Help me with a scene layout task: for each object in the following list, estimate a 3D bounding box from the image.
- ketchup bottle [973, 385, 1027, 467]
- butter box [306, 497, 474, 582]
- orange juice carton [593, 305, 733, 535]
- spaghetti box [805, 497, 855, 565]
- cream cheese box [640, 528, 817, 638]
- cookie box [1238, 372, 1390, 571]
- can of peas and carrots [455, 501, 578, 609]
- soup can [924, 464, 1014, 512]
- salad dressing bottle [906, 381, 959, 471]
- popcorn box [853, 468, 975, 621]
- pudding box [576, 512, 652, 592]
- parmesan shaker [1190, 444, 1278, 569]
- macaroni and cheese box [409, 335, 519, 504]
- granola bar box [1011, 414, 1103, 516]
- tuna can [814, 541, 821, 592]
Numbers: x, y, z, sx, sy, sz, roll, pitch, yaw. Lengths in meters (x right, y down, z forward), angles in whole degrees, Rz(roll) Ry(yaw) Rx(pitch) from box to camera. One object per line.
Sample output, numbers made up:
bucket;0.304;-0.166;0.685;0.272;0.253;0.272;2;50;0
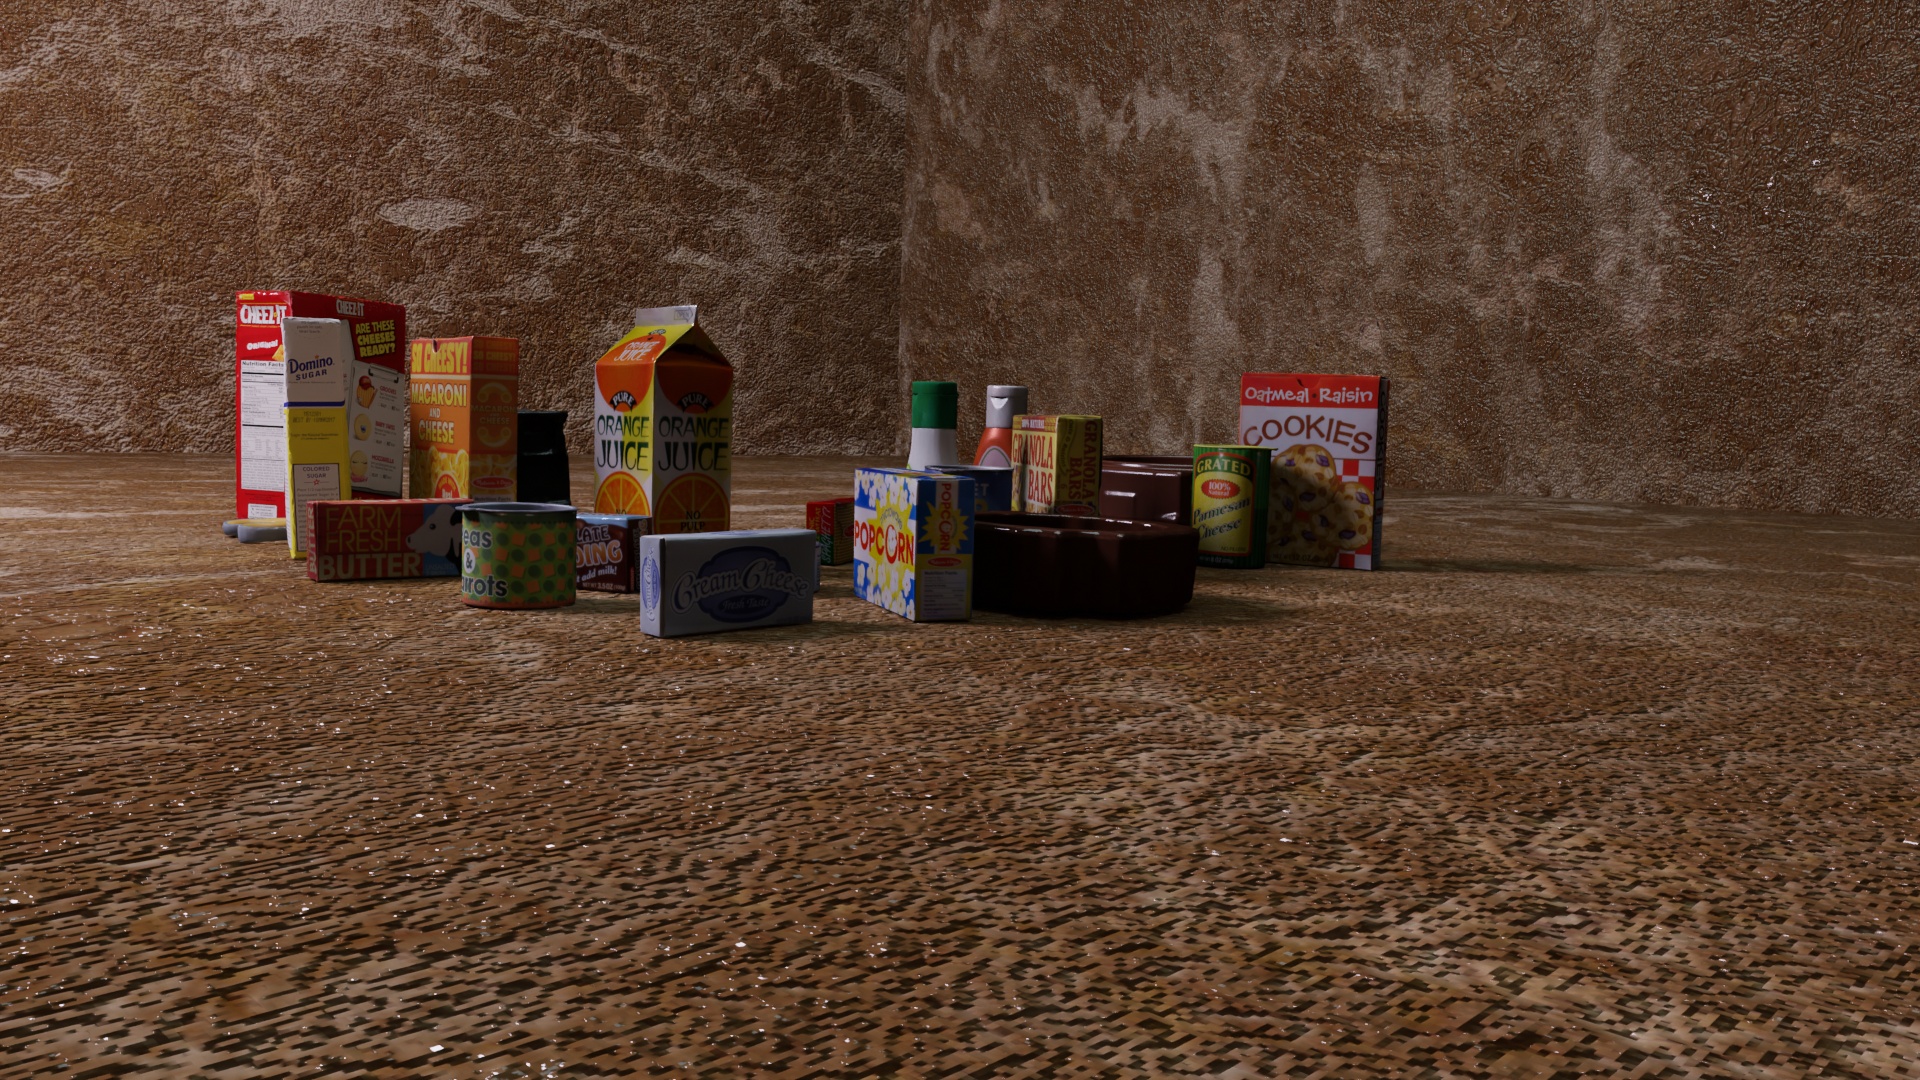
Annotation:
ketchup bottle;0.040;-0.064;1.240;0.065;0.148;0.043;4;5;26
butter box;-0.378;-0.001;0.925;0.104;0.053;0.024;-2;6;-36
orange juice carton;-0.216;-0.074;1.011;0.072;0.192;0.073;6;6;41
spaghetti box;-0.073;-0.014;1.202;0.029;0.050;0.250;3;5;17
cream cheese box;-0.125;0.022;0.758;0.104;0.053;0.024;-3;7;-45
cookie box;0.307;-0.062;1.220;0.123;0.167;0.040;4;5;28
can of peas and carrots;-0.264;0.008;0.826;0.071;0.058;0.071;2;5;0
soup can;0.004;-0.013;1.023;0.071;0.083;0.071;2;5;0
salad dressing bottle;-0.023;-0.055;1.124;0.044;0.147;0.064;1;5;-16
popcorn box;-0.031;0.000;0.862;0.038;0.085;0.126;0;5;-22
pudding box;-0.244;0.006;0.908;0.084;0.049;0.030;4;5;21
parmesan shaker;0.233;-0.030;1.188;0.071;0.103;0.071;2;5;0
macaroni and cheese box;-0.375;-0.069;1.042;0.040;0.166;0.123;-2;6;-41
granola bar box;0.074;-0.039;1.117;0.039;0.124;0.165;1;5;-10
tuna can;-0.128;0.017;0.926;0.071;0.032;0.071;2;5;0
